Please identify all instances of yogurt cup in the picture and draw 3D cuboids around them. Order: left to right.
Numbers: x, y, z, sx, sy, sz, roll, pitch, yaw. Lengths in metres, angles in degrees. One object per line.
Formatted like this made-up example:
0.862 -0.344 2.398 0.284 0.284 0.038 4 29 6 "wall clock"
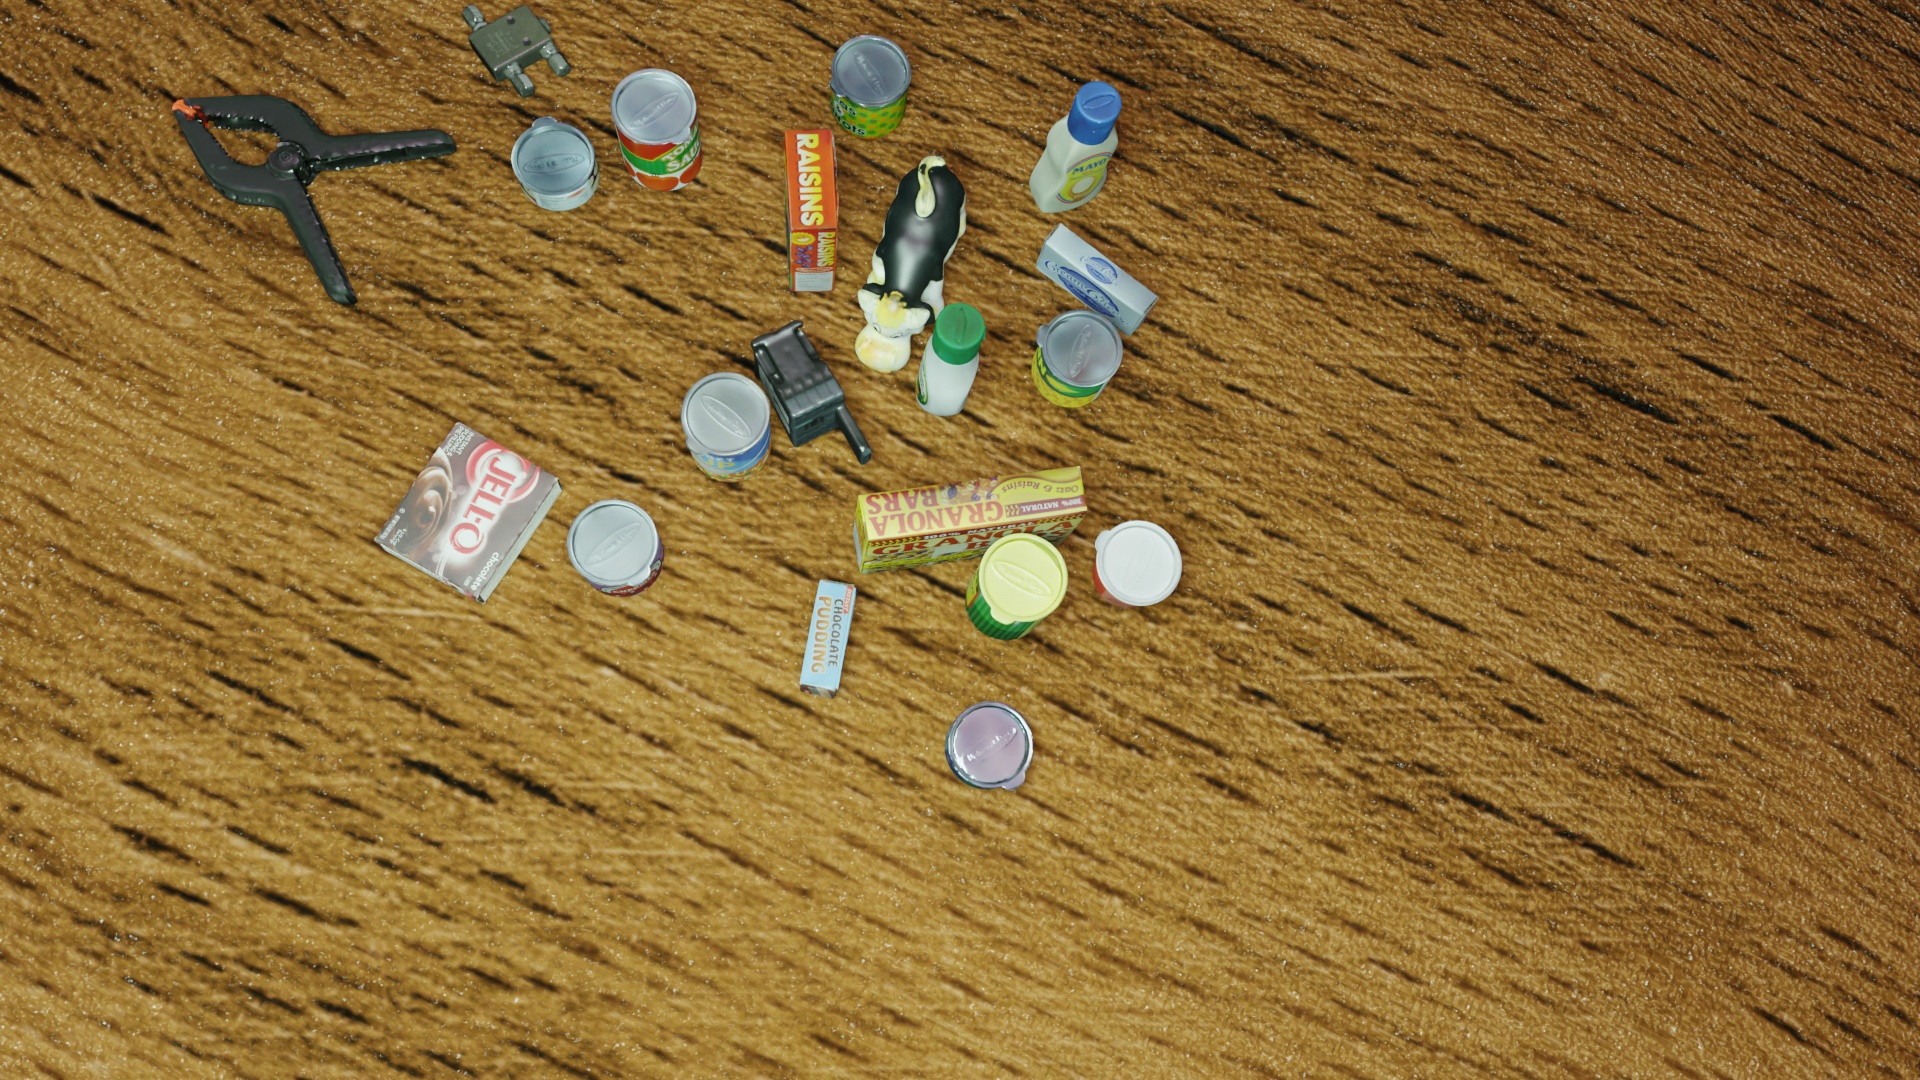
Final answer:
0.137 0.023 1.108 0.072 0.054 0.072 1 77 -6 "yogurt cup"

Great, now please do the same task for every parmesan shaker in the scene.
0.039 0.040 1.067 0.071 0.103 0.071 1 77 -6 "parmesan shaker"

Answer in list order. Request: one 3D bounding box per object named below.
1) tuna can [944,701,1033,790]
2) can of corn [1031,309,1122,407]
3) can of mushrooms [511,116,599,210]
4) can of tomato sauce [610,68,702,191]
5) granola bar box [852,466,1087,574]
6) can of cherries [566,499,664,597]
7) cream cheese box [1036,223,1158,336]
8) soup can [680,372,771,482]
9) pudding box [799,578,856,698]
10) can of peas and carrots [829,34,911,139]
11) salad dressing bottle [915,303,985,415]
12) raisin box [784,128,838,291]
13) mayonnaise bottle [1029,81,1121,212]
0.023 0.161 1.073 0.071 0.032 0.071 2 77 -6 "tuna can"
0.092 -0.149 1.141 0.071 0.058 0.071 1 77 -6 "can of corn"
-0.332 -0.309 1.142 0.071 0.033 0.071 2 77 -6 "can of mushrooms"
-0.244 -0.331 1.132 0.071 0.083 0.071 1 77 -6 "can of tomato sauce"
0.004 -0.013 1.065 0.166 0.124 0.039 -8 78 -8 "granola bar box"
-0.261 0.009 1.062 0.071 0.058 0.071 1 77 -6 "can of cherries"
0.113 -0.217 1.162 0.104 0.053 0.024 38 76 3 "cream cheese box"
-0.183 -0.085 1.080 0.071 0.083 0.071 1 77 -6 "soup can"
-0.102 0.076 1.069 0.030 0.049 0.084 11 76 -4 "pudding box"
-0.079 -0.381 1.176 0.071 0.058 0.071 1 77 -6 "can of peas and carrots"
-0.008 -0.141 1.082 0.044 0.147 0.064 6 77 -5 "salad dressing bottle"
-0.119 -0.261 1.109 0.040 0.123 0.086 -2 78 -7 "raisin box"
0.098 -0.321 1.136 0.065 0.147 0.041 -22 81 -11 "mayonnaise bottle"
